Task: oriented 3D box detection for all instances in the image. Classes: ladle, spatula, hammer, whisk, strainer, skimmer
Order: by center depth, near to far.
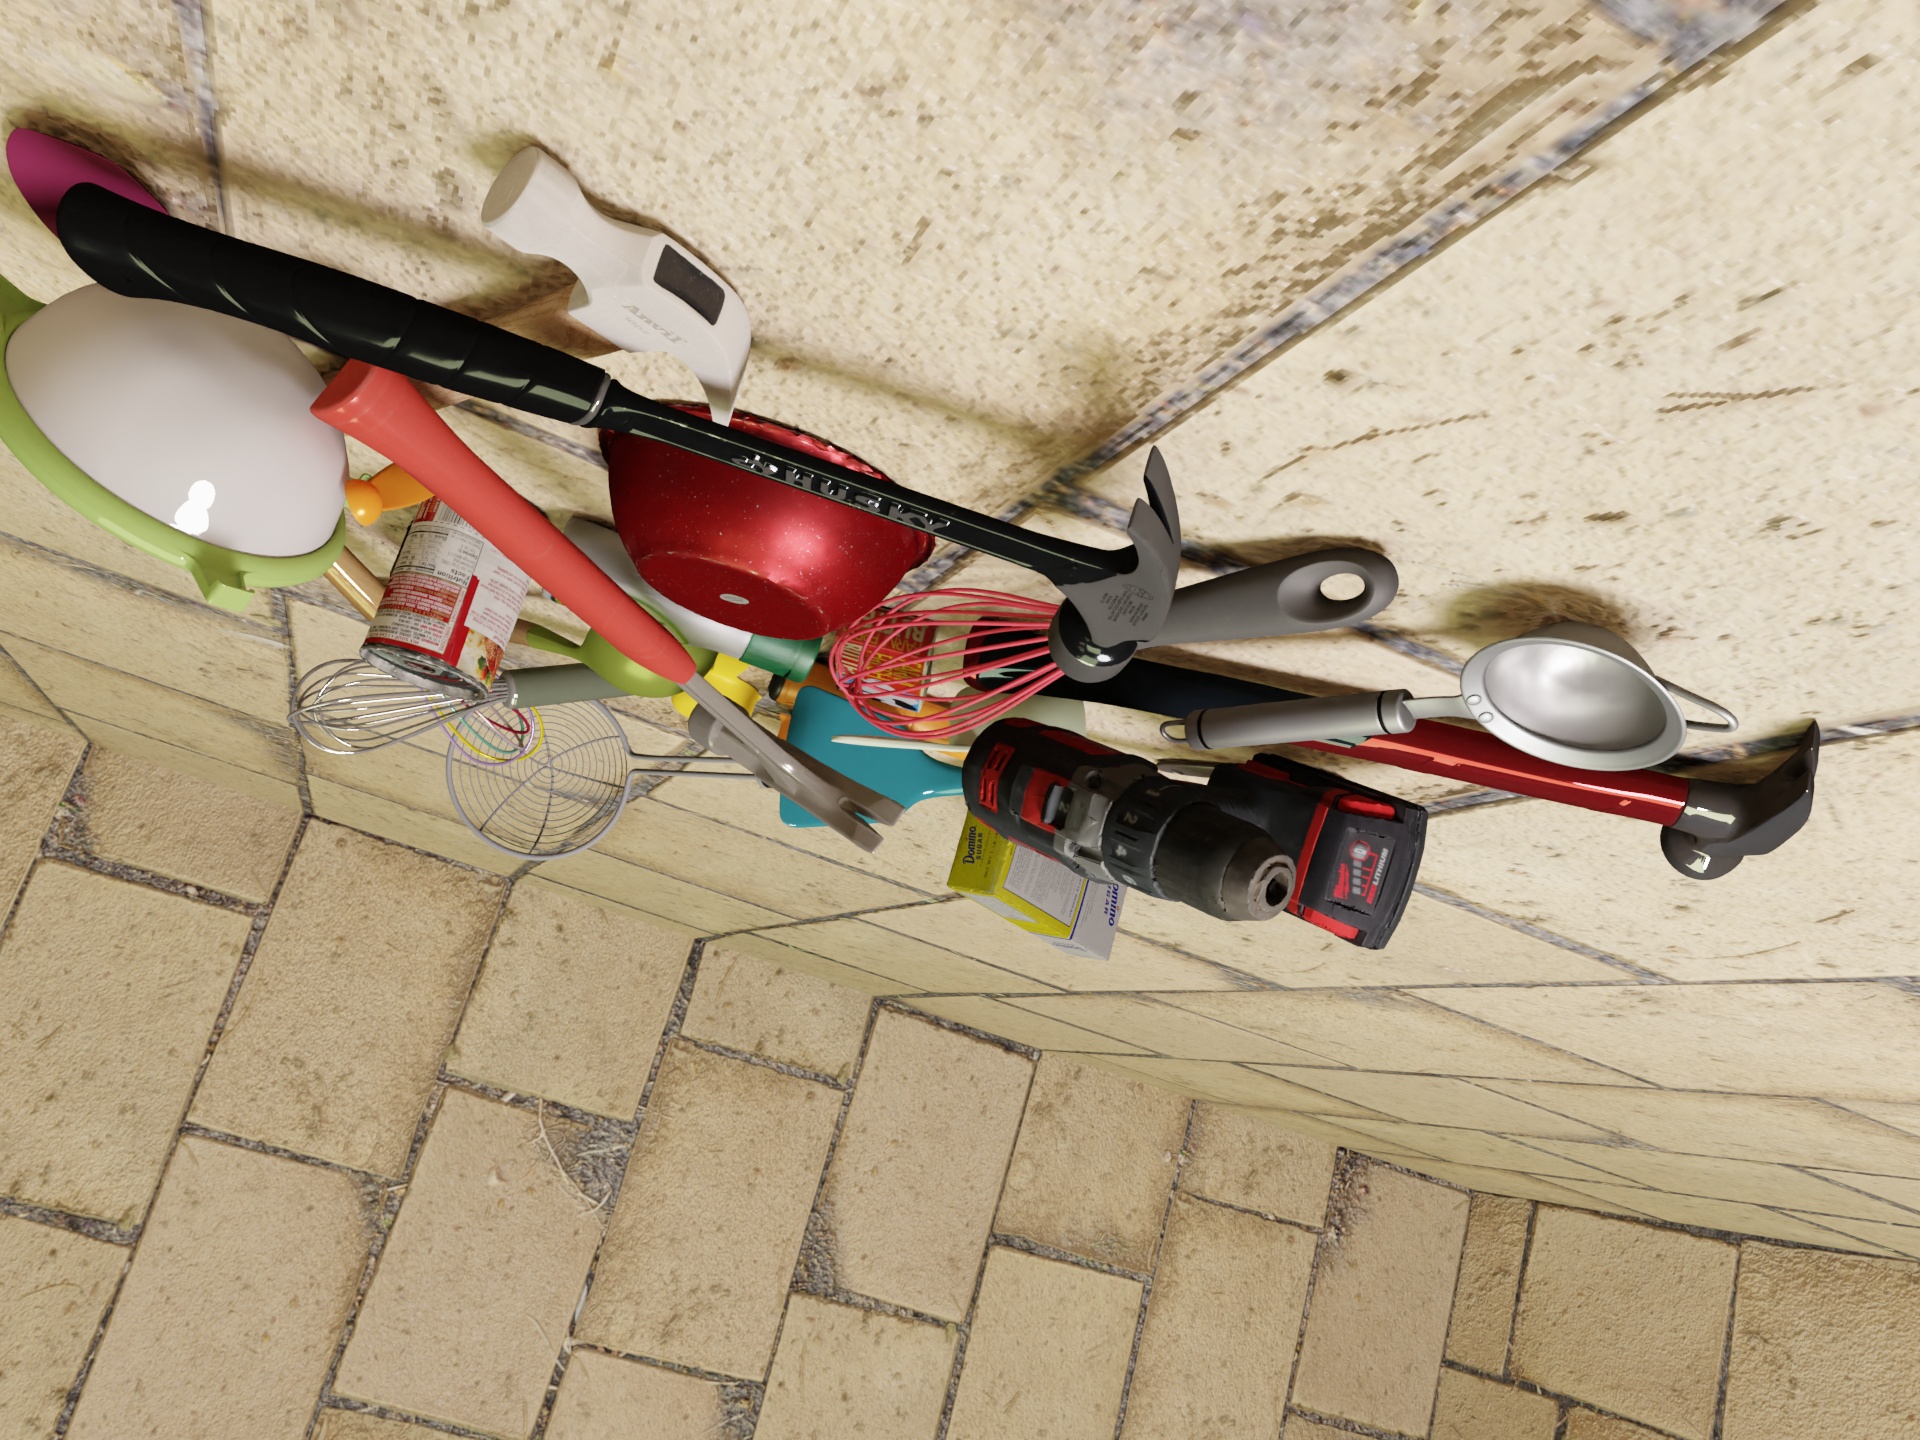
[{"bbox_3d":[-0.114,-0.109,0.564,0.409,0.036,0.149,18,163,-3],"label":"hammer"},{"bbox_3d":[-0.336,-0.162,0.619,0.256,0.069,0.152,42,-161,-15],"label":"strainer"},{"bbox_3d":[-0.206,-0.146,0.656,0.331,0.031,0.130,0,157,46],"label":"hammer"},{"bbox_3d":[0.192,-0.007,0.672,0.258,0.050,0.086,-7,138,41],"label":"strainer"},{"bbox_3d":[0.054,-0.037,0.703,0.296,0.073,0.073,-9,152,39],"label":"whisk"},{"bbox_3d":[-0.156,-0.046,0.741,0.149,0.037,0.358,28,168,35],"label":"hammer"},{"bbox_3d":[0.187,0.000,0.752,0.386,0.038,0.143,13,163,12],"label":"hammer"},{"bbox_3d":[0.058,0.041,0.916,0.317,0.082,0.044,7,169,3],"label":"spatula"},{"bbox_3d":[0.045,0.027,0.977,0.336,0.034,0.127,20,171,-10],"label":"hammer"},{"bbox_3d":[-0.289,-0.018,0.986,0.246,0.058,0.059,-8,171,-37],"label":"whisk"},{"bbox_3d":[-0.342,-0.057,0.990,0.047,0.051,0.244,-8,135,29],"label":"whisk"},{"bbox_3d":[-0.279,-0.069,0.995,0.320,0.062,0.078,14,171,34],"label":"ladle"},{"bbox_3d":[-0.190,0.035,1.034,0.363,0.127,0.090,0,-175,38],"label":"skimmer"}]

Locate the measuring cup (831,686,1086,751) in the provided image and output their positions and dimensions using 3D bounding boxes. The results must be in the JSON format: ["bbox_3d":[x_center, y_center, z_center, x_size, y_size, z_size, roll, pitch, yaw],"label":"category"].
[{"bbox_3d":[-0.001,-0.003,0.840,0.167,0.038,0.083,3,177,-43],"label":"measuring cup"}]

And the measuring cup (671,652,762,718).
[{"bbox_3d":[-0.154,-0.021,1.026,0.062,0.029,0.156,19,166,-11],"label":"measuring cup"}]

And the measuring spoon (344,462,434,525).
[{"bbox_3d":[-0.241,-0.104,0.693,0.011,0.021,0.117,-17,-164,5],"label":"measuring spoon"}]

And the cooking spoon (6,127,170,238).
[{"bbox_3d":[-0.354,-0.174,0.729,0.068,0.017,0.319,20,163,-6],"label":"cooking spoon"}]

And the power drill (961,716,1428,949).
[{"bbox_3d":[0.134,0.059,0.777,0.226,0.080,0.188,12,-173,-40],"label":"power drill"}]

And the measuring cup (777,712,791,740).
[{"bbox_3d":[-0.077,0.036,1.051,0.095,0.052,0.174,21,175,-15],"label":"measuring cup"}]

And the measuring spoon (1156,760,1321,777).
[{"bbox_3d":[0.169,0.038,0.935,0.124,0.018,0.034,6,161,35],"label":"measuring spoon"}]
